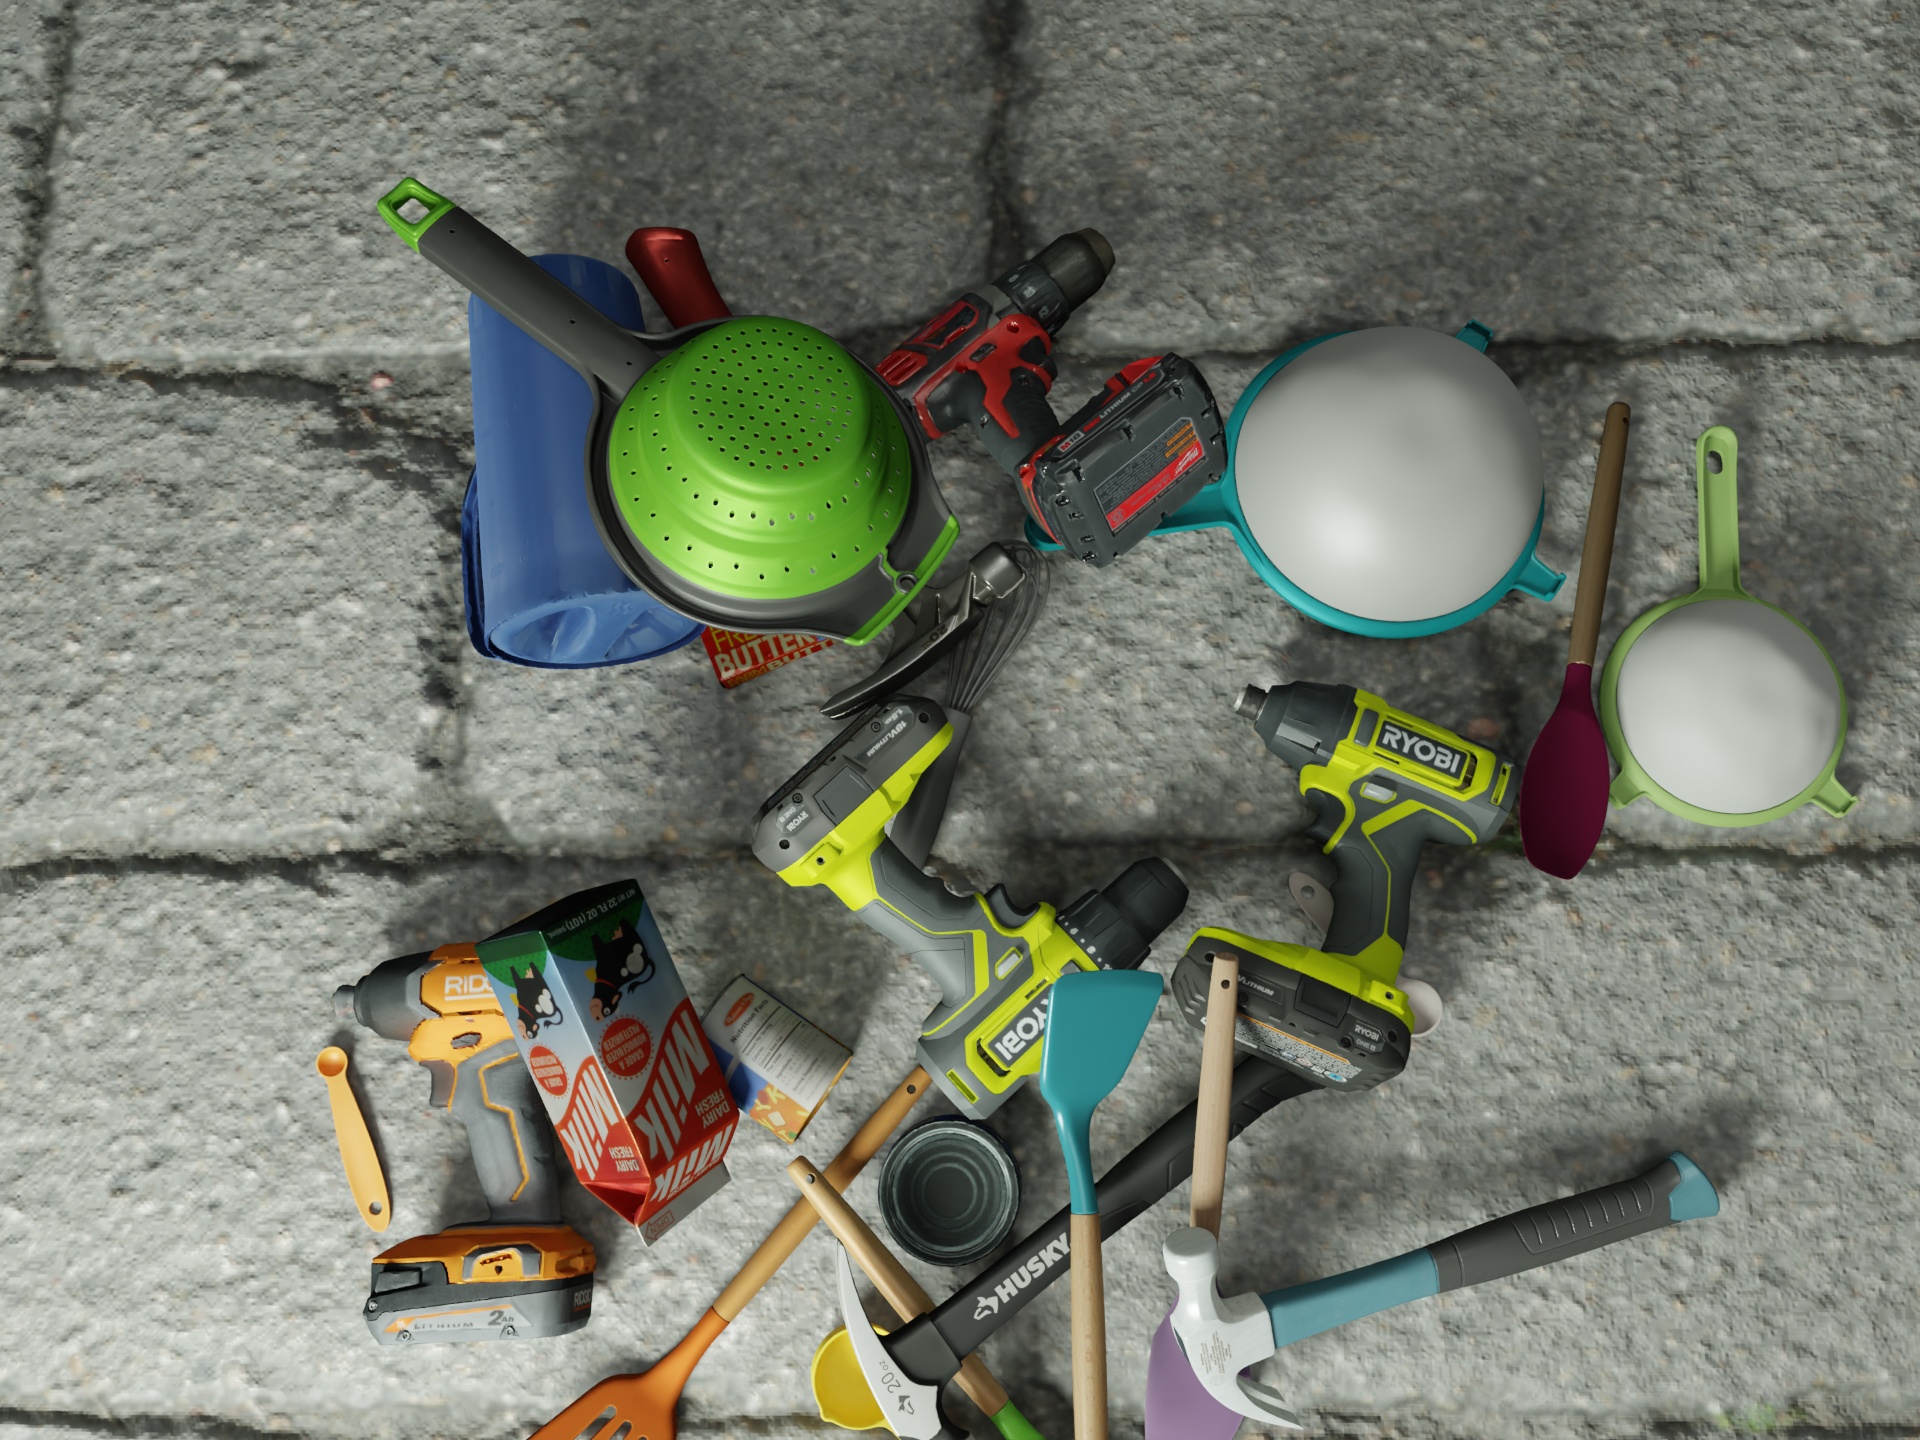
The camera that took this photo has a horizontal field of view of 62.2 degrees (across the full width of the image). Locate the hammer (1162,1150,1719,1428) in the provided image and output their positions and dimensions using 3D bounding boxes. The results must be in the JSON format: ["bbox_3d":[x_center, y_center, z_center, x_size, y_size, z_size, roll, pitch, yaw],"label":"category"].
[{"bbox_3d":[0.278,0.307,0.901,0.331,0.033,0.128,-13,106,-10],"label":"hammer"}]

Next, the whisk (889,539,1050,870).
[{"bbox_3d":[-0.001,-0.003,0.996,0.055,0.055,0.239,19,85,6],"label":"whisk"}]

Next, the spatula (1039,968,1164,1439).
[{"bbox_3d":[0.075,0.297,0.869,0.082,0.044,0.318,6,78,-37],"label":"spatula"}]

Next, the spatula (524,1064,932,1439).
[{"bbox_3d":[-0.125,0.332,0.936,0.081,0.041,0.322,40,82,9],"label":"spatula"}]

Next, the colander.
[{"bbox_3d":[-0.175,-0.208,0.906,0.397,0.094,0.204,37,68,4],"label":"colander"}]

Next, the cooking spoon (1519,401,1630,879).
[{"bbox_3d":[0.388,-0.056,0.987,0.068,0.017,0.319,22,73,-21],"label":"cooking spoon"}]

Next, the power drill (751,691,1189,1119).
[{"bbox_3d":[0.007,0.094,0.940,0.190,0.080,0.228,-42,97,-5],"label":"power drill"}]

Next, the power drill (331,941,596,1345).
[{"bbox_3d":[-0.294,0.244,0.941,0.164,0.084,0.227,-3,75,2],"label":"power drill"}]

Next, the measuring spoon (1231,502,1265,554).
[{"bbox_3d":[0.235,-0.126,1.026,0.128,0.021,0.042,-5,75,-8],"label":"measuring spoon"}]

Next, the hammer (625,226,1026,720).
[{"bbox_3d":[-0.118,-0.176,1.013,0.149,0.036,0.359,-38,72,4],"label":"hammer"}]

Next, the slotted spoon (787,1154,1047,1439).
[{"bbox_3d":[0.004,0.376,0.914,0.070,0.031,0.314,-38,83,-26],"label":"slotted spoon"}]

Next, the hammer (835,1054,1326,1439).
[{"bbox_3d":[0.081,0.275,0.915,0.335,0.035,0.146,-35,85,-14],"label":"hammer"}]

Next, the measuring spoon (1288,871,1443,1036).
[{"bbox_3d":[0.245,0.142,0.975,0.034,0.018,0.124,-39,73,-5],"label":"measuring spoon"}]

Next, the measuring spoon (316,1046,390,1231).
[{"bbox_3d":[-0.371,0.257,0.977,0.021,0.011,0.117,-20,83,-2],"label":"measuring spoon"}]

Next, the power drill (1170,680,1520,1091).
[{"bbox_3d":[0.216,0.087,0.938,0.171,0.080,0.223,23,66,7],"label":"power drill"}]

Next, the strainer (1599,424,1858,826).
[{"bbox_3d":[0.478,-0.065,0.975,0.151,0.069,0.256,2,81,3],"label":"strainer"}]

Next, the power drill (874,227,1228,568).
[{"bbox_3d":[0.065,-0.211,0.978,0.188,0.080,0.227,-40,47,-7],"label":"power drill"}]

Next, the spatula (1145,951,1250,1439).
[{"bbox_3d":[0.139,0.278,0.888,0.060,0.018,0.315,1,104,1],"label":"spatula"}]

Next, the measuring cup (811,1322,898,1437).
[{"bbox_3d":[-0.026,0.415,0.928,0.062,0.029,0.156,-44,93,-15],"label":"measuring cup"}]

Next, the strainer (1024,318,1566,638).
[{"bbox_3d":[0.210,-0.153,0.969,0.340,0.095,0.211,-9,76,-8],"label":"strainer"}]
